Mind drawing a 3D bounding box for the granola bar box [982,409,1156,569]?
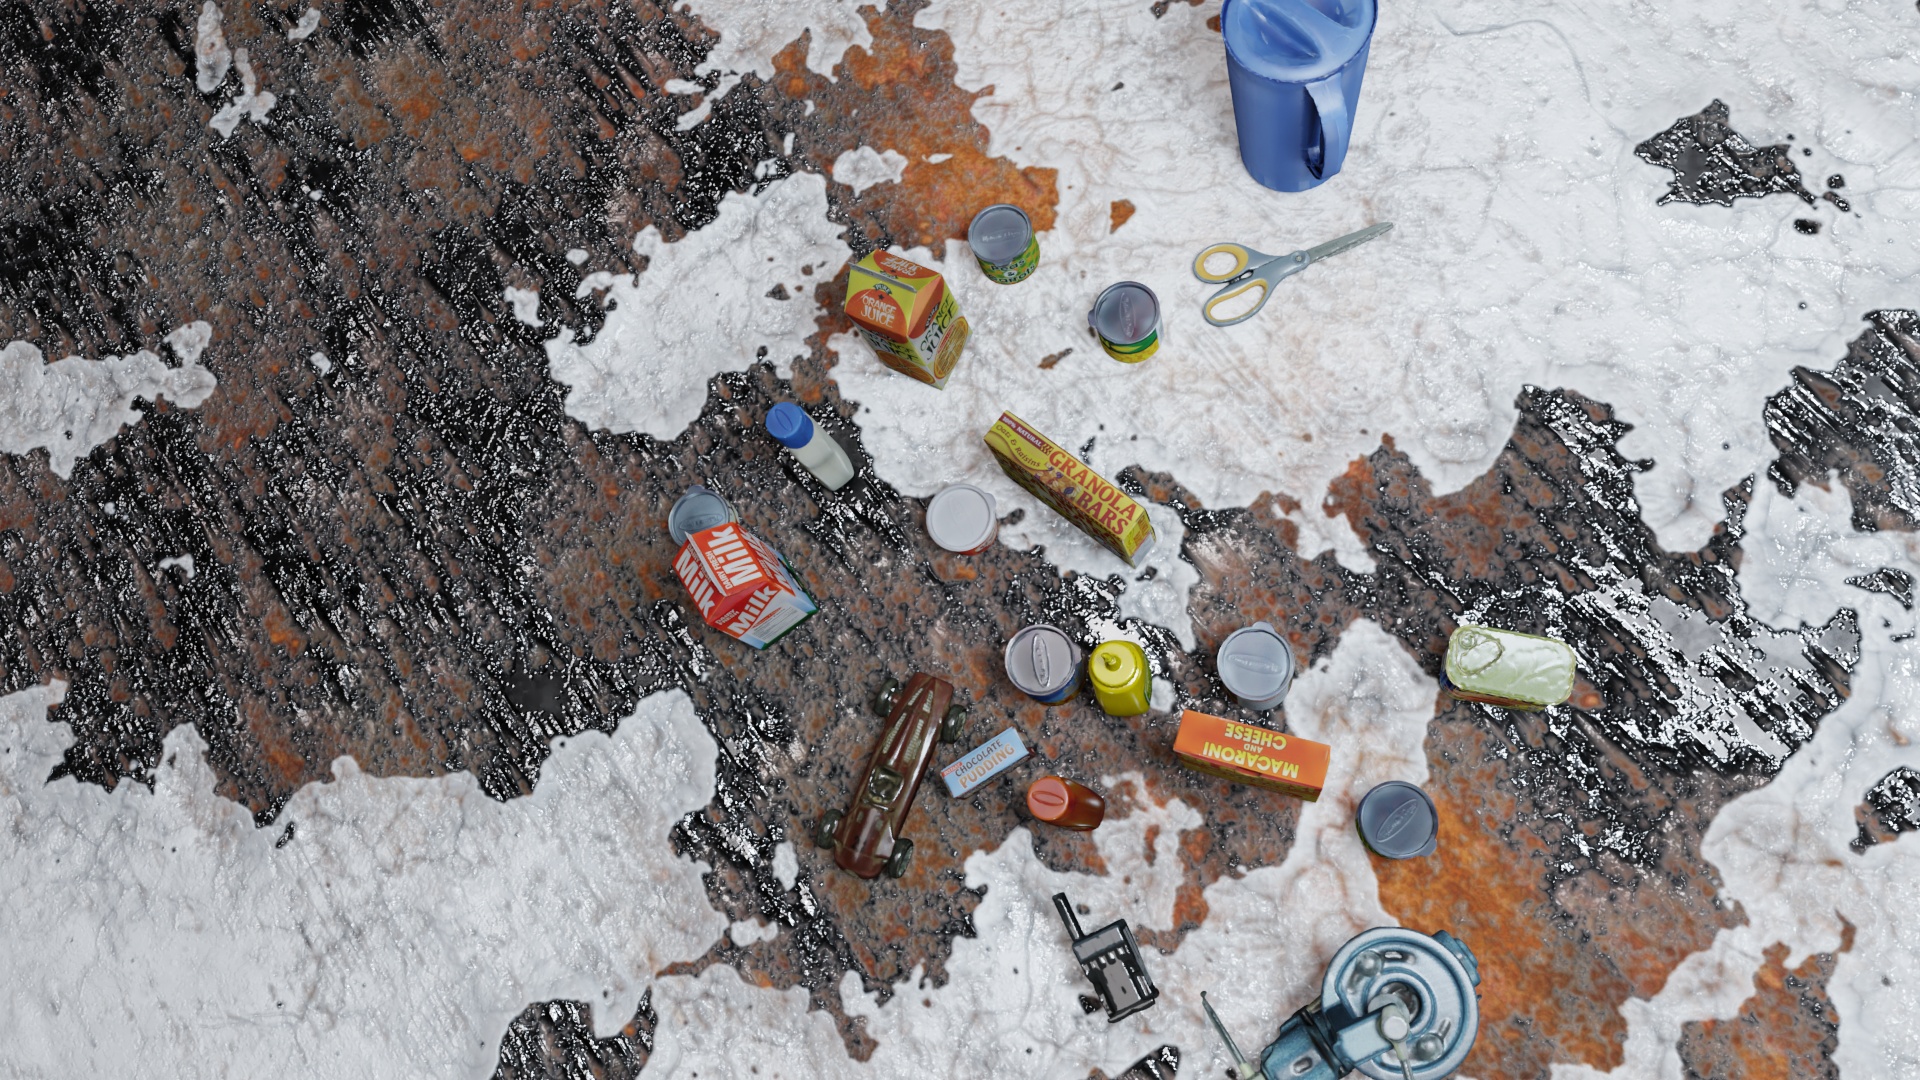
[{"bbox_3d":[0.106,-0.047,1.315,0.166,0.124,0.039,37,87,18],"label":"granola bar box"}]

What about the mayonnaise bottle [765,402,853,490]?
[{"bbox_3d":[-0.151,-0.096,1.372,0.041,0.148,0.065,-38,71,2],"label":"mayonnaise bottle"}]

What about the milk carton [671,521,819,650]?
[{"bbox_3d":[-0.210,0.042,1.327,0.073,0.190,0.072,-36,72,2],"label":"milk carton"}]

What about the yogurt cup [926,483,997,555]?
[{"bbox_3d":[0.005,-0.017,1.366,0.072,0.054,0.072,-3,75,12],"label":"yogurt cup"}]

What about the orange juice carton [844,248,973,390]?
[{"bbox_3d":[-0.053,-0.221,1.359,0.072,0.192,0.073,25,83,17],"label":"orange juice carton"}]

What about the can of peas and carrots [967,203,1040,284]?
[{"bbox_3d":[0.046,-0.302,1.429,0.071,0.058,0.071,-3,75,12],"label":"can of peas and carrots"}]

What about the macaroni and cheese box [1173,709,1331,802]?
[{"bbox_3d":[0.253,0.188,1.198,0.124,0.166,0.040,13,80,15],"label":"macaroni and cheese box"}]

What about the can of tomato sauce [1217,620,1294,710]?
[{"bbox_3d":[0.268,0.115,1.258,0.071,0.083,0.071,-3,76,12],"label":"can of tomato sauce"}]

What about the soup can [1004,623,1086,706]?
[{"bbox_3d":[0.084,0.117,1.298,0.071,0.083,0.071,-3,76,12],"label":"soup can"}]

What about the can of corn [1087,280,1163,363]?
[{"bbox_3d":[0.165,-0.215,1.380,0.071,0.058,0.071,-3,75,12],"label":"can of corn"}]

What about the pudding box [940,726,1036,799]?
[{"bbox_3d":[0.026,0.209,1.305,0.084,0.049,0.030,-32,72,3],"label":"pudding box"}]

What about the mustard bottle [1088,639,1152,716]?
[{"bbox_3d":[0.143,0.119,1.244,0.049,0.160,0.065,-4,75,12],"label":"mustard bottle"}]

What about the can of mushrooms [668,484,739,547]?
[{"bbox_3d":[-0.265,-0.020,1.438,0.071,0.033,0.071,-3,75,12],"label":"can of mushrooms"}]

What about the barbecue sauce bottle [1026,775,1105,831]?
[{"bbox_3d":[0.089,0.233,1.233,0.065,0.148,0.044,12,79,15],"label":"barbecue sauce bottle"}]

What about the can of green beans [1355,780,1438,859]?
[{"bbox_3d":[0.380,0.245,1.212,0.071,0.057,0.071,-3,75,12],"label":"can of green beans"}]
